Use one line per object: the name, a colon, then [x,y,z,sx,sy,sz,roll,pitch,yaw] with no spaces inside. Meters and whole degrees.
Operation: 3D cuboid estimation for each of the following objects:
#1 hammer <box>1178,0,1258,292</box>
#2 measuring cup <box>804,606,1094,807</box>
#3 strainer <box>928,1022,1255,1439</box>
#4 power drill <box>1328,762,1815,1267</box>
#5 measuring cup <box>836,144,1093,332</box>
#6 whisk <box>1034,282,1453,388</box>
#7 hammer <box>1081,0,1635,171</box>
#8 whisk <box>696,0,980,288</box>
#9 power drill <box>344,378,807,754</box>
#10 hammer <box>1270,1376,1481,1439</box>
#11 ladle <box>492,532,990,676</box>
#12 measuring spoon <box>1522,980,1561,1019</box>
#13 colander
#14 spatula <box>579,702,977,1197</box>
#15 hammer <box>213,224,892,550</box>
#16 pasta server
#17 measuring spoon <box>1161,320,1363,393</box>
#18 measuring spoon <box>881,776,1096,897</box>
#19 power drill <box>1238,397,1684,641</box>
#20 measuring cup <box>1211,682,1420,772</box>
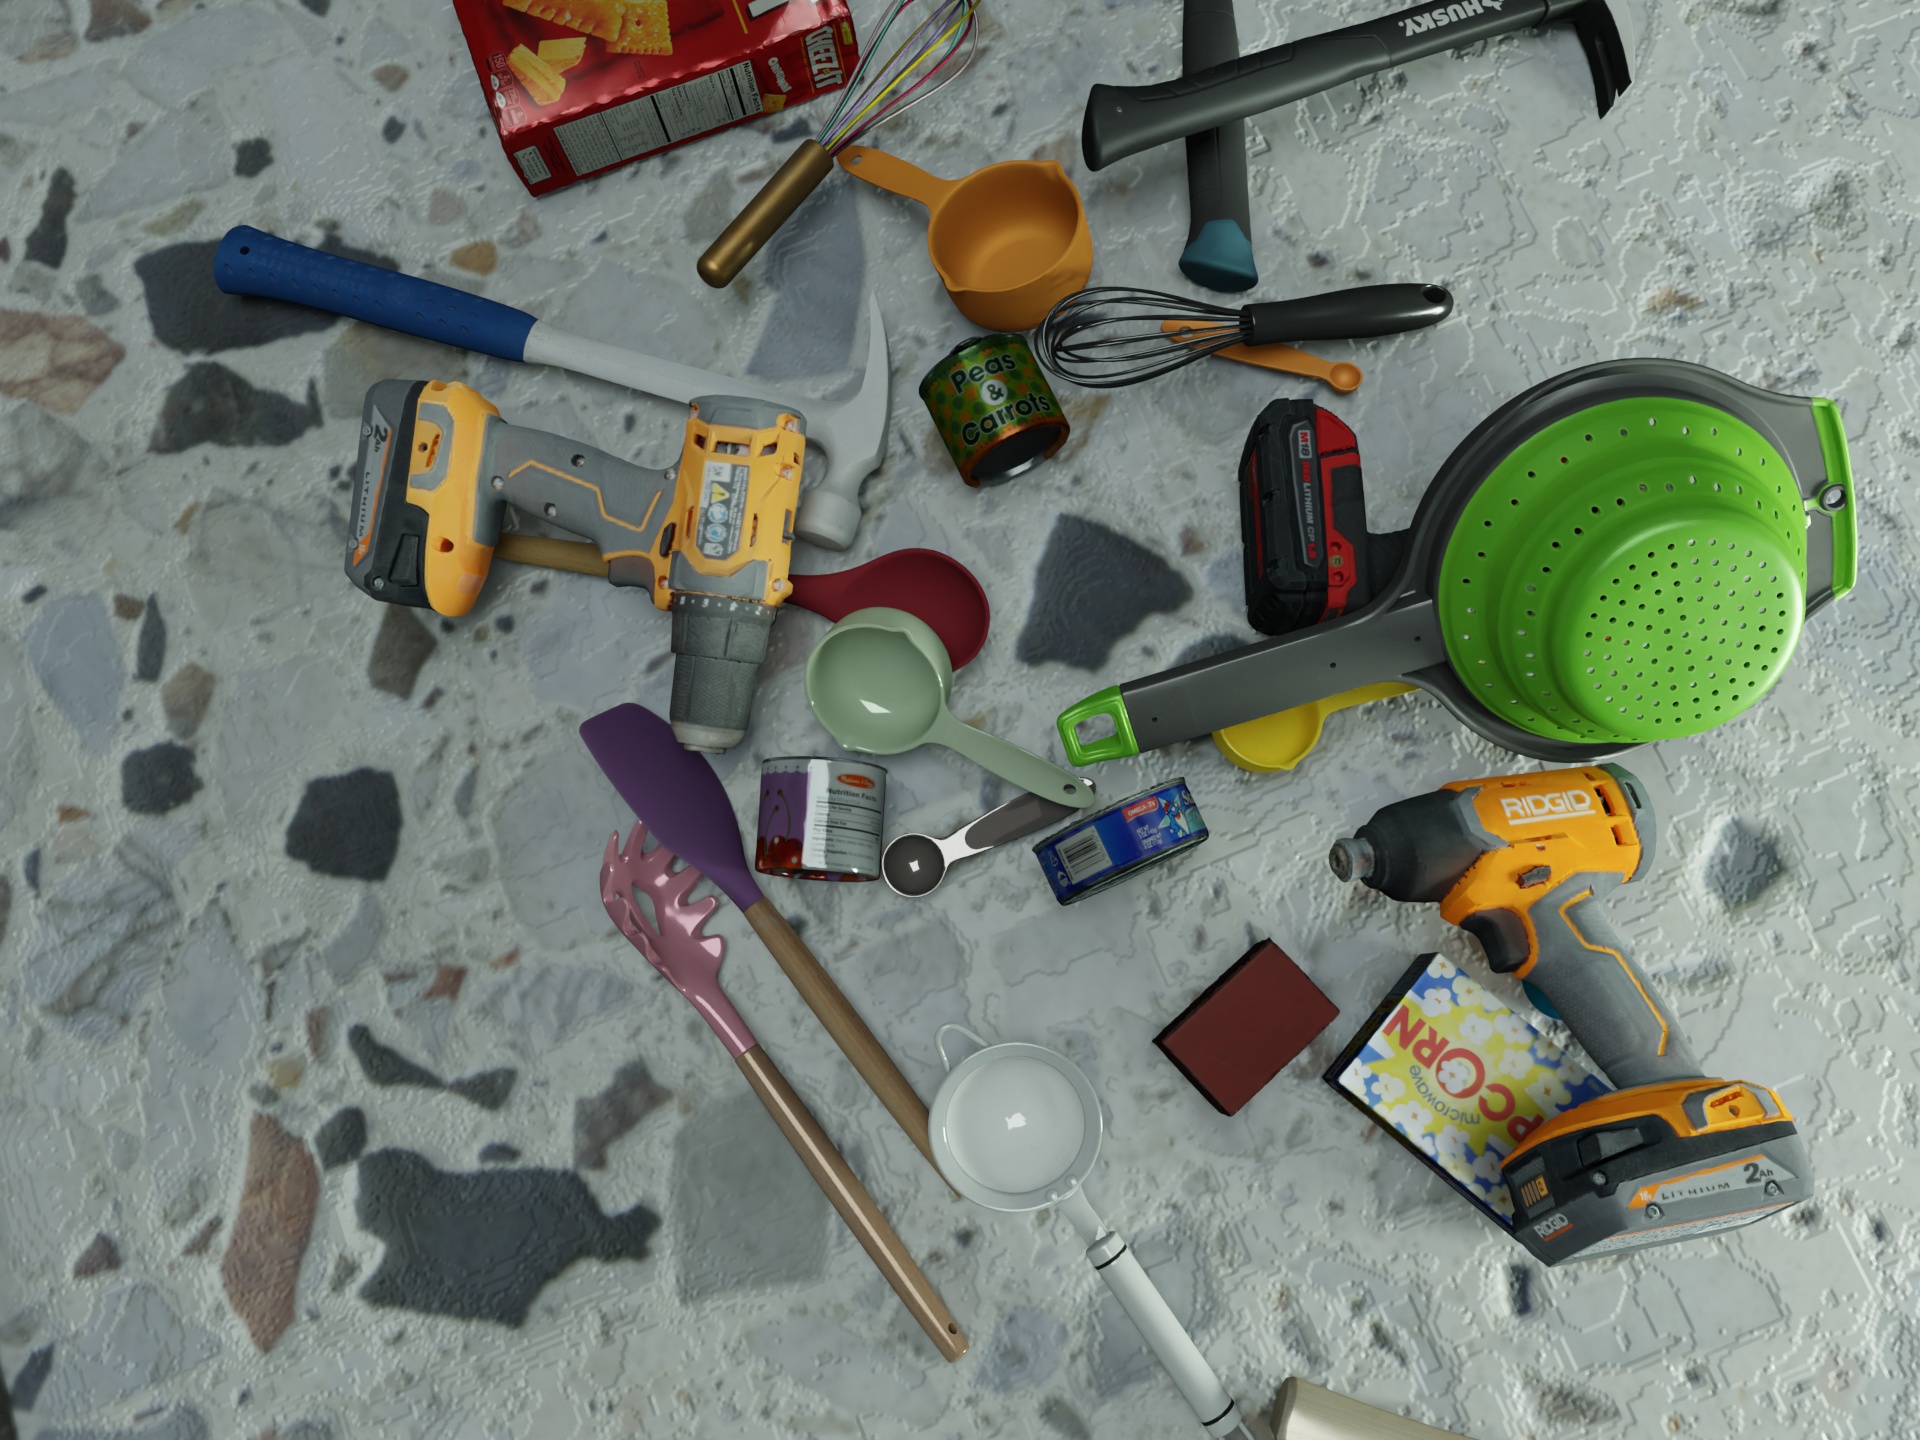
hammer: [0.143,-0.406,0.925,0.128,0.033,0.331,-2,78,4]
measuring cup: [-0.001,-0.003,0.843,0.167,0.038,0.083,28,121,-2]
strainer: [0.066,0.256,0.791,0.087,0.050,0.258,-35,84,2]
power drill: [0.275,0.129,0.745,0.164,0.084,0.227,-5,59,-14]
measuring cup: [-0.001,-0.280,0.905,0.174,0.052,0.095,34,81,28]
whisk: [0.157,-0.218,0.872,0.239,0.055,0.055,-8,78,-9]
hammer: [0.219,-0.366,0.884,0.335,0.035,0.146,-21,79,-11]
whisk: [-0.065,-0.337,0.900,0.047,0.051,0.245,31,75,27]
power drill: [-0.200,-0.085,0.839,0.226,0.084,0.185,7,91,5]
hammer: [0.352,0.384,0.747,0.410,0.038,0.146,17,79,7]
ladle: [-0.136,-0.078,0.878,0.315,0.031,0.069,9,99,8]
measuring spoon: [0.337,0.163,0.800,0.042,0.021,0.129,-39,77,-4]
colander: [0.240,-0.033,0.750,0.397,0.095,0.204,-17,114,7]
spatula: [-0.091,0.116,0.833,0.316,0.018,0.060,52,43,8]
hammer: [-0.232,-0.219,0.909,0.405,0.035,0.144,17,80,7]
pasta server: [-0.090,0.189,0.815,0.316,0.060,0.040,53,126,9]
measuring spoon: [0.168,-0.205,0.895,0.117,0.011,0.021,19,66,11]
measuring spoon: [0.016,0.060,0.849,0.124,0.018,0.034,-23,78,-8]
power drill: [0.263,-0.112,0.836,0.219,0.078,0.143,-1,76,1]
measuring cup: [0.206,-0.014,0.849,0.156,0.029,0.062,-16,78,-12]
